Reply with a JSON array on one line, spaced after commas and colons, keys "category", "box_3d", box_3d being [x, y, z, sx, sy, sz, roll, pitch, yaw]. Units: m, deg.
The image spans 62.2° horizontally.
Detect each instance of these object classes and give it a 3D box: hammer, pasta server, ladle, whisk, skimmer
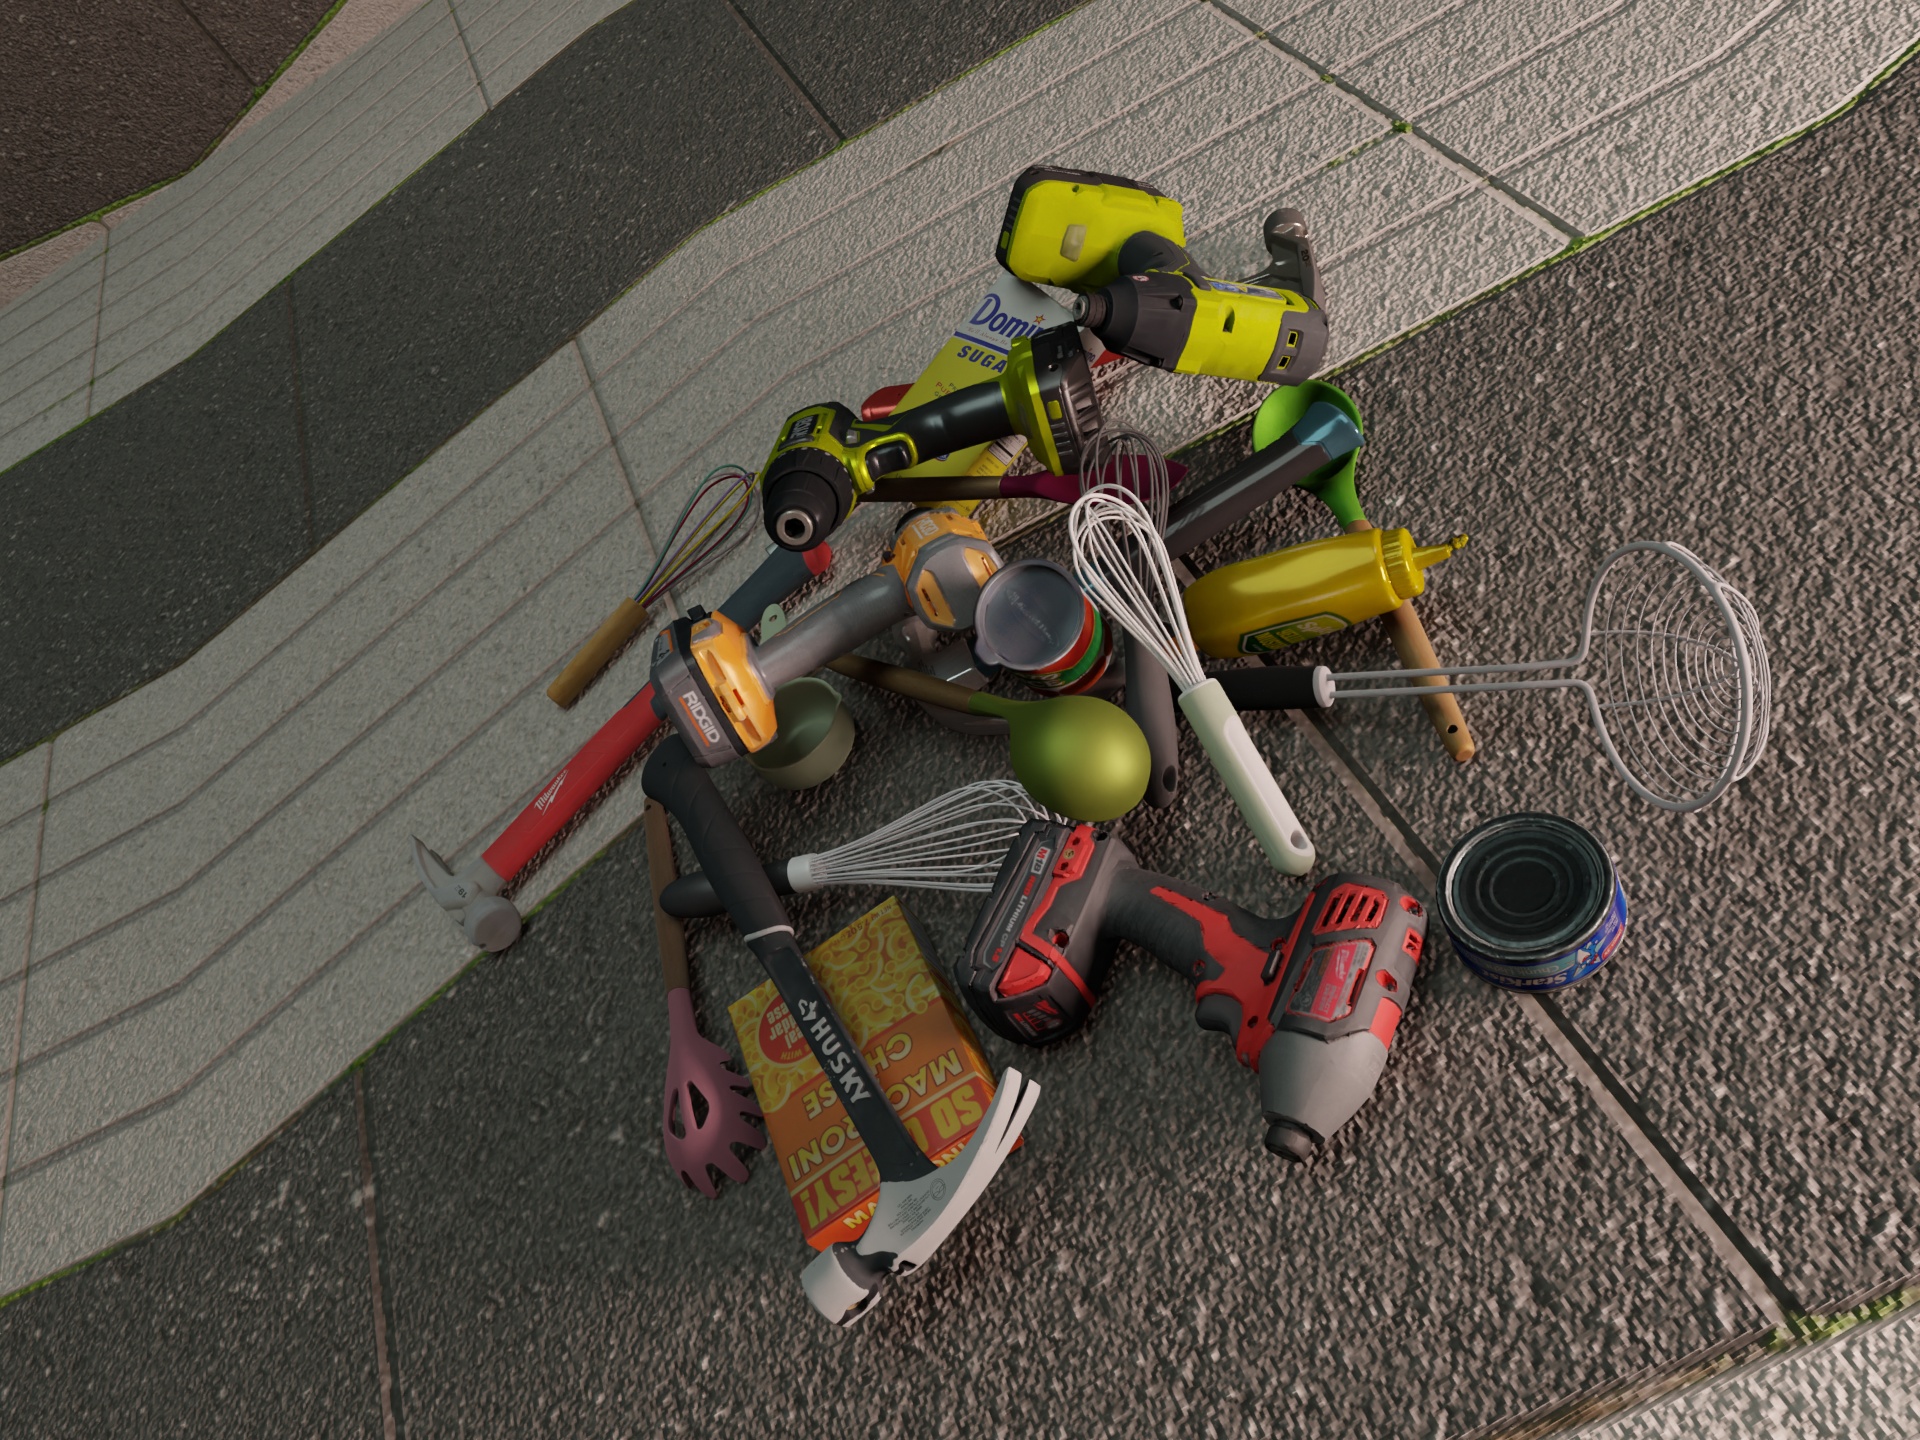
[{"category": "hammer", "box_3d": [-0.246, -0.008, 1.183, 0.386, 0.038, 0.143, -47, 43, -10]}, {"category": "hammer", "box_3d": [0.104, -0.101, 1.018, 0.331, 0.033, 0.128, -32, 45, 15]}, {"category": "pasta server", "box_3d": [-0.178, 0.159, 1.015, 0.060, 0.040, 0.317, -30, 41, 8]}, {"category": "hammer", "box_3d": [0.090, -0.268, 1.182, 0.359, 0.036, 0.149, -15, 49, 21]}, {"category": "hammer", "box_3d": [-0.099, 0.132, 0.905, 0.149, 0.036, 0.409, -43, 45, 4]}, {"category": "ladle", "box_3d": [-0.002, -0.003, 0.976, 0.078, 0.062, 0.320, -21, 21, -29]}, {"category": "whisk", "box_3d": [-0.241, -0.109, 1.259, 0.047, 0.051, 0.245, 33, 80, 39]}, {"category": "skimmer", "box_3d": [0.230, -0.017, 0.828, 0.363, 0.127, 0.090, -2, 9, 42]}, {"category": "whisk", "box_3d": [0.128, -0.024, 0.880, 0.059, 0.058, 0.246, -41, 72, 45]}, {"category": "whisk", "box_3d": [-0.066, 0.087, 0.970, 0.284, 0.070, 0.070, -13, 49, 24]}, {"category": "whisk", "box_3d": [0.104, -0.066, 0.939, 0.055, 0.055, 0.239, -11, 75, 25]}]

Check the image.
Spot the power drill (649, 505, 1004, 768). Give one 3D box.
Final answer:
[{"category": "power drill", "box_3d": [-0.085, -0.070, 1.039, 0.226, 0.084, 0.185, -28, 20, 1]}]

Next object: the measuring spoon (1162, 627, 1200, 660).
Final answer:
[{"category": "measuring spoon", "box_3d": [0.164, -0.058, 0.972, 0.117, 0.011, 0.021, -24, 78, -2]}]

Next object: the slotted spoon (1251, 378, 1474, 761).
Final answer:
[{"category": "slotted spoon", "box_3d": [0.244, -0.097, 0.953, 0.070, 0.031, 0.314, -26, 47, 15]}]

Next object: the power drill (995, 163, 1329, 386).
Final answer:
[{"category": "power drill", "box_3d": [0.118, -0.294, 1.056, 0.223, 0.171, 0.080, 57, 139, 48]}]

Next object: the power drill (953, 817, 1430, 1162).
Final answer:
[{"category": "power drill", "box_3d": [0.115, 0.134, 0.815, 0.220, 0.078, 0.143, 10, 62, 34]}]

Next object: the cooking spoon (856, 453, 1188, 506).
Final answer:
[{"category": "cooking spoon", "box_3d": [0.010, -0.159, 1.087, 0.319, 0.017, 0.069, 5, 38, 37]}]

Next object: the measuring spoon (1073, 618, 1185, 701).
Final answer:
[{"category": "measuring spoon", "box_3d": [0.088, -0.019, 0.997, 0.124, 0.018, 0.034, -36, 74, 11]}]

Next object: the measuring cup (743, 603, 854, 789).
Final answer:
[{"category": "measuring cup", "box_3d": [-0.116, -0.019, 1.110, 0.083, 0.038, 0.168, -27, 43, 11]}]

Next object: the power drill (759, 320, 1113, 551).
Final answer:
[{"category": "power drill", "box_3d": [-0.022, -0.179, 1.037, 0.228, 0.080, 0.191, -16, 24, 9]}]
